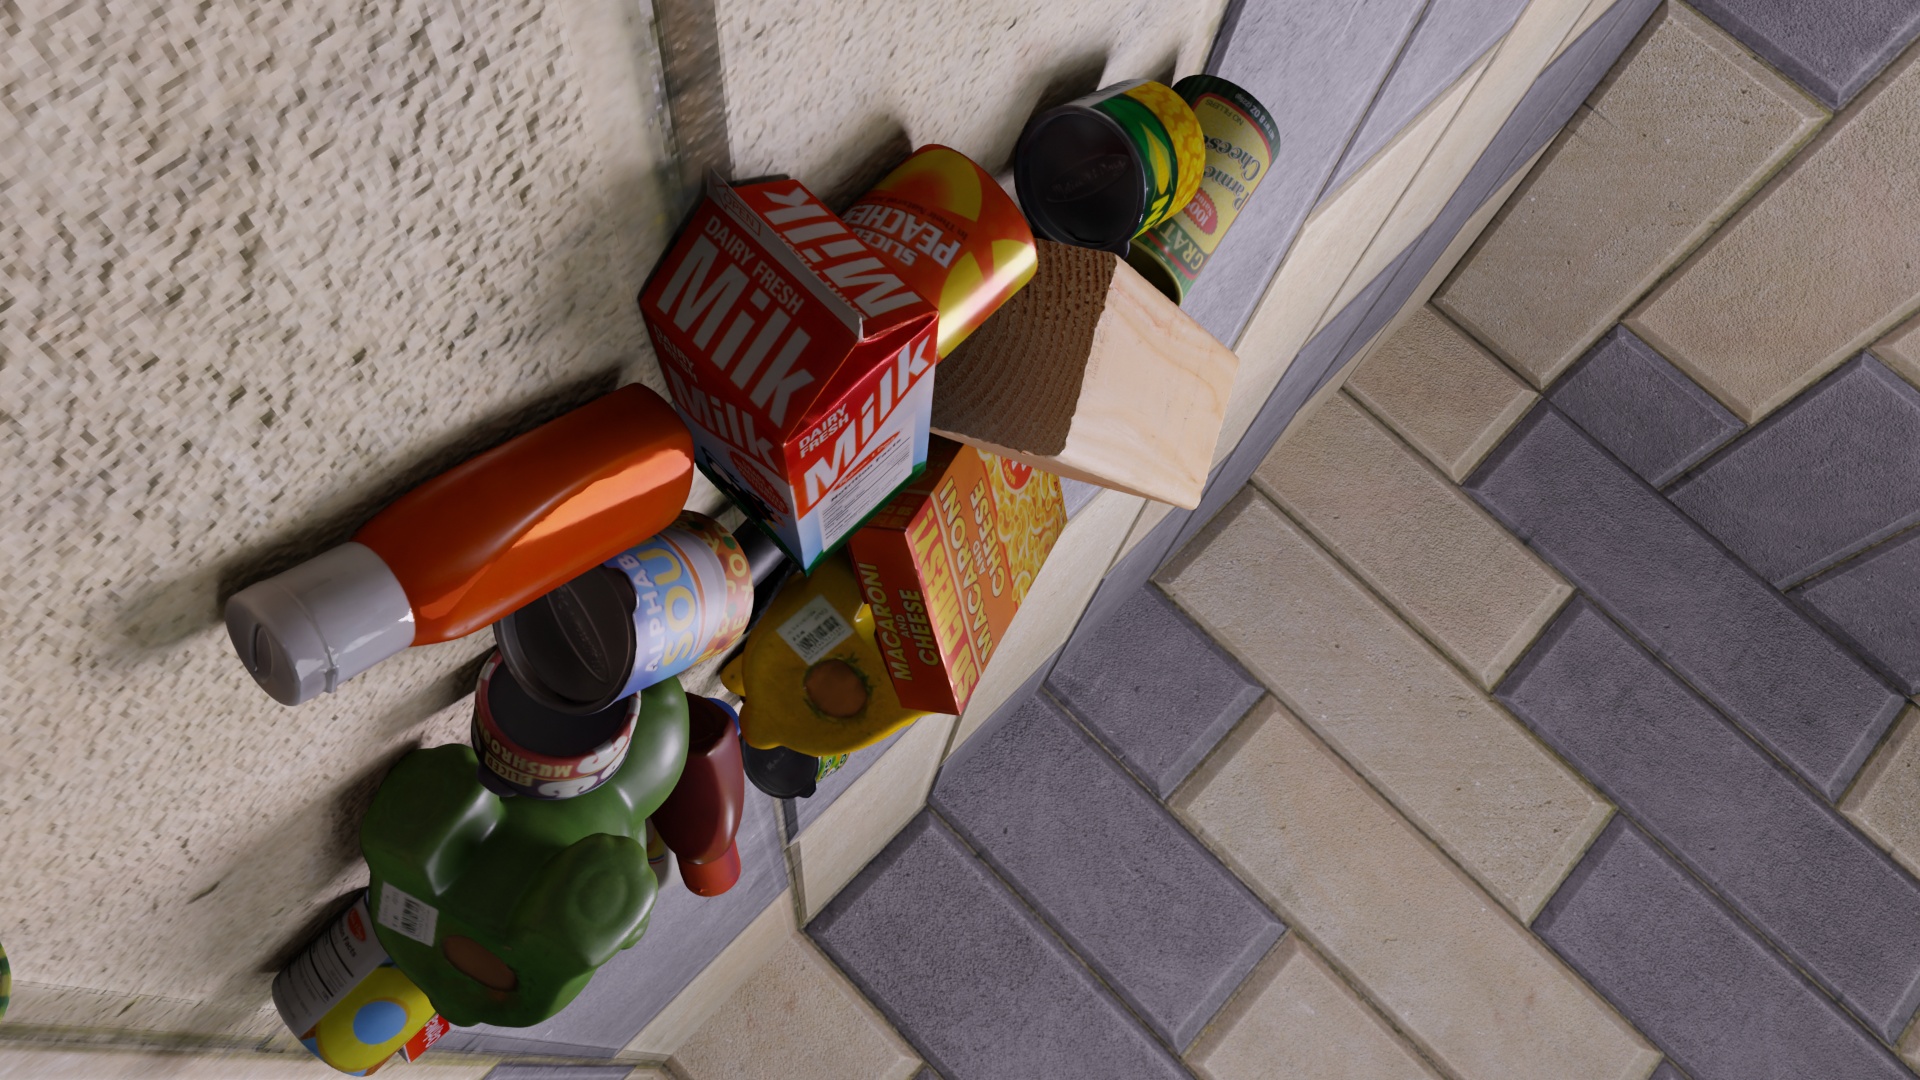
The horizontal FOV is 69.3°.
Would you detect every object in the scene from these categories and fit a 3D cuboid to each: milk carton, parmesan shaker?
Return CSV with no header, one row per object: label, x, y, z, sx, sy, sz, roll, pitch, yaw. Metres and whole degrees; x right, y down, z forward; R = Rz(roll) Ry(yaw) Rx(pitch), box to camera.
milk carton,-0.059,-0.060,0.505,0.073,0.072,0.190,-43,170,-15
parmesan shaker,0.105,-0.175,0.695,0.103,0.071,0.071,-56,171,-14

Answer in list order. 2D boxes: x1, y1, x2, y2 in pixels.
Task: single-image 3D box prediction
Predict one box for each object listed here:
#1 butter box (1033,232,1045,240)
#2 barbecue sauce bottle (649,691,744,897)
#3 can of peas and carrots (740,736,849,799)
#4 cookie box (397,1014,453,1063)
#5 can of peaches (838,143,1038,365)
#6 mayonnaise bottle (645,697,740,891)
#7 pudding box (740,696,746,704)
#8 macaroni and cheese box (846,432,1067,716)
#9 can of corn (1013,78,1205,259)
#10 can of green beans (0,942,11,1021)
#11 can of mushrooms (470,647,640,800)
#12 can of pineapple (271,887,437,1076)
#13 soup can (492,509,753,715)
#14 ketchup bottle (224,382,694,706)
butter box,0.047,-0.136,0.758,0.053,0.024,0.103,-39,167,-30
barbecue sauce bottle,-0.154,0.151,0.803,0.147,0.065,0.044,89,24,-43
can of peas and carrots,-0.121,0.156,1.047,0.070,0.071,0.059,-51,169,20
cookie box,-0.266,0.217,0.806,0.168,0.040,0.122,-41,168,-33
can of peaches,-0.013,-0.108,0.523,0.058,0.071,0.071,-44,169,-14
mayonnaise bottle,-0.177,0.157,0.876,0.041,0.065,0.147,-18,147,-43
pudding box,-0.111,0.087,0.947,0.084,0.030,0.049,-43,170,-18
macaroni and cheese box,0.003,-0.009,0.736,0.167,0.040,0.123,-57,143,-44
can of corn,0.068,-0.164,0.616,0.058,0.071,0.070,-37,166,-43
can of green beans,-0.281,0.124,0.340,0.057,0.071,0.071,-50,169,14
can of mushrooms,-0.169,0.073,0.576,0.071,0.071,0.033,-37,165,-39
can of pineapple,-0.276,0.209,0.655,0.058,0.071,0.071,-44,169,-9
soup can,-0.129,0.025,0.552,0.071,0.071,0.084,-51,169,24
ketchup bottle,-0.153,0.001,0.443,0.149,0.043,0.064,-36,164,-44
